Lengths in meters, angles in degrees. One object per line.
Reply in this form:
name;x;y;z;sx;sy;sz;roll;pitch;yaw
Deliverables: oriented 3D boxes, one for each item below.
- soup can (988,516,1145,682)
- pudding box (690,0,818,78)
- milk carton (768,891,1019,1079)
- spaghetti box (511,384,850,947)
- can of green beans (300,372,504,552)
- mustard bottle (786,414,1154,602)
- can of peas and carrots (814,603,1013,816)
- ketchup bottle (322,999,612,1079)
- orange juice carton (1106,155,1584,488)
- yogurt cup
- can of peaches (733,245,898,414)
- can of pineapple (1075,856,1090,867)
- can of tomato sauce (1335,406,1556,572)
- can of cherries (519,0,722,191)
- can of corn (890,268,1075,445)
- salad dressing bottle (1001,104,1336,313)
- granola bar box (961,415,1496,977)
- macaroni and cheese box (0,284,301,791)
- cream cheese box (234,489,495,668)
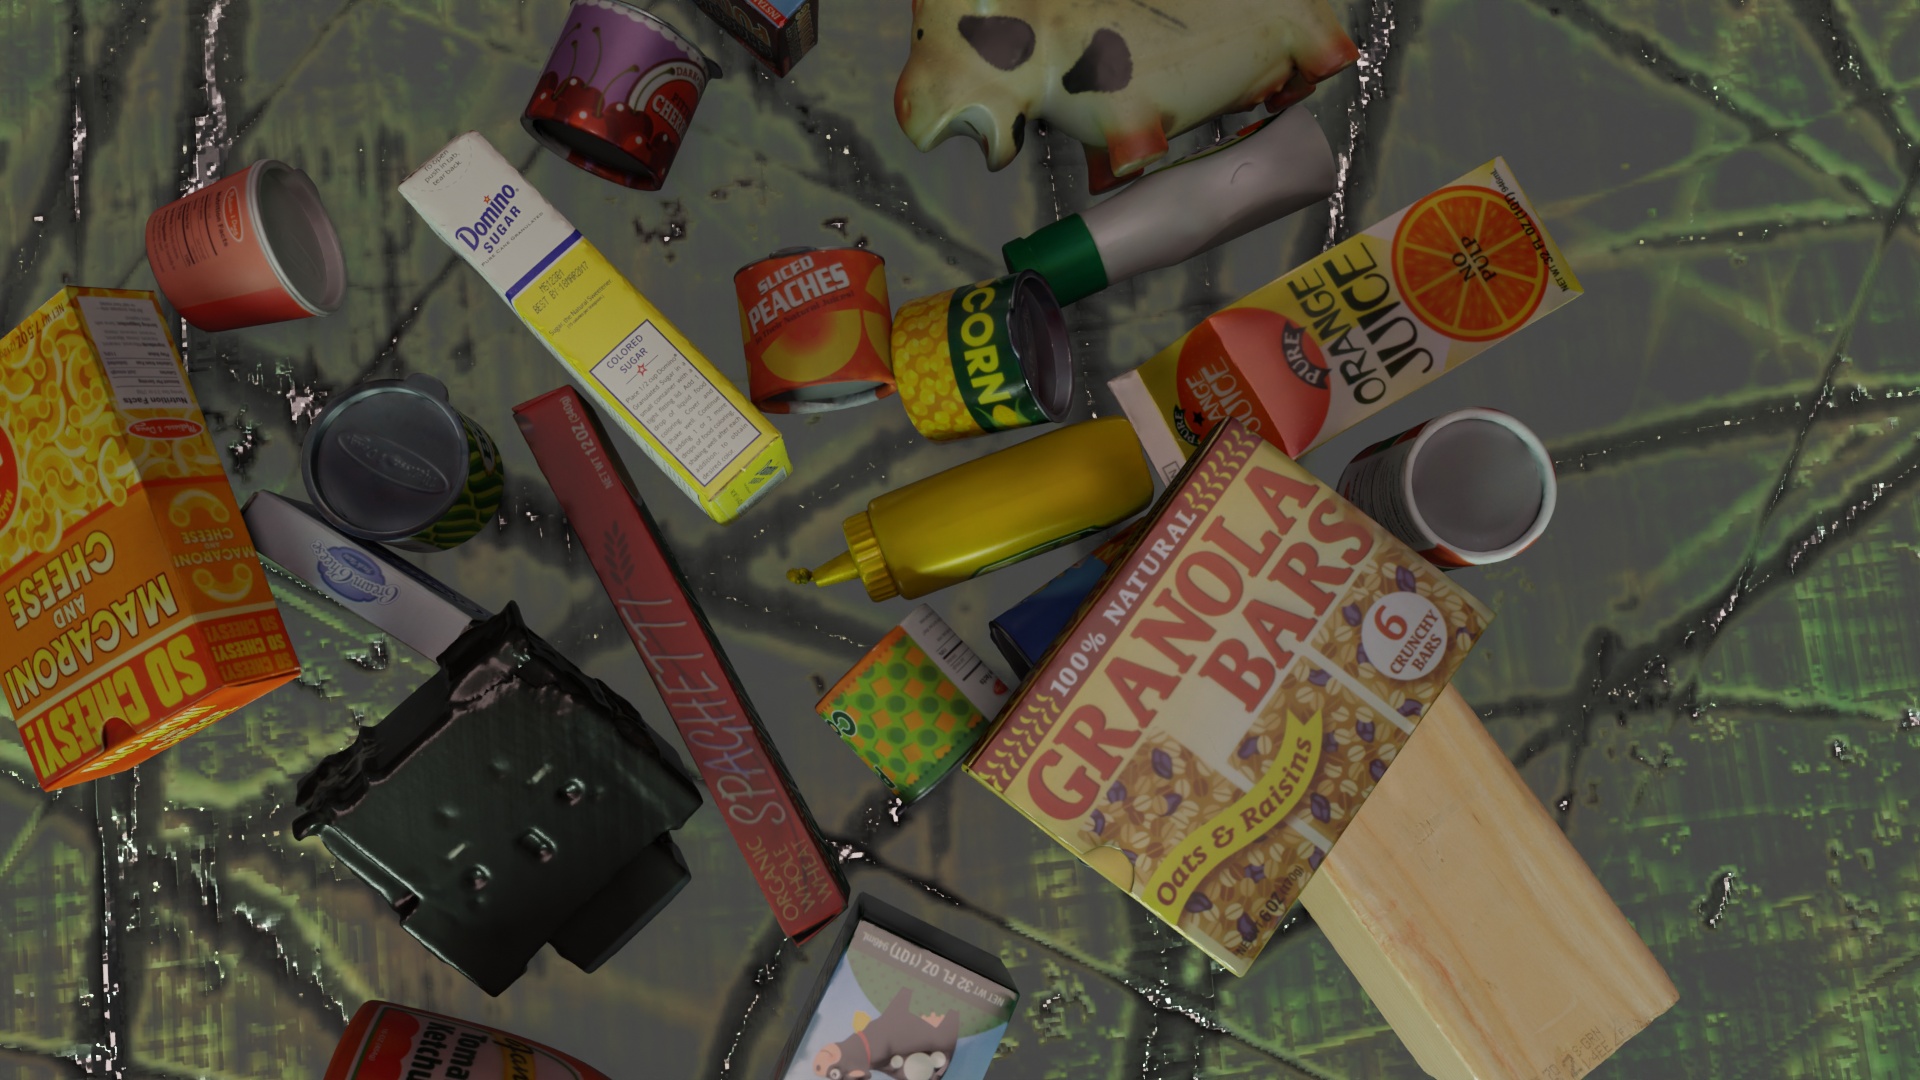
soup can;0.063;0.037;0.598;0.084;0.071;0.071;-35;87;-8
pudding box;-0.103;-0.255;0.626;0.084;0.049;0.030;42;81;0
milk carton;-0.051;0.248;0.558;0.072;0.073;0.191;27;82;-1
spaghetti box;-0.116;0.051;0.589;0.029;0.050;0.250;-28;86;-6
can of green beans;-0.232;-0.030;0.585;0.071;0.057;0.071;0;83;-4
mustard bottle;0.002;-0.008;0.600;0.160;0.065;0.049;-20;86;0
can of peas and carrots;-0.021;0.071;0.586;0.071;0.071;0.059;-43;88;-7
ketchup bottle;-0.178;0.231;0.559;0.149;0.065;0.043;17;112;-10
orange juice carton;0.163;-0.085;0.614;0.193;0.073;0.072;-29;87;-7
yogurt cup;-0.303;-0.121;0.589;0.054;0.072;0.072;-16;85;2
can of peaches;-0.062;-0.089;0.599;0.071;0.071;0.058;-8;85;-5
can of pineapple;0.077;0.114;0.592;0.071;0.058;0.071;0;83;-4
can of tomato sauce;0.211;-0.019;0.605;0.071;0.083;0.071;0;84;-4
can of cherries;-0.148;-0.193;0.606;0.071;0.071;0.058;22;83;-2
can of corn;0.009;-0.078;0.594;0.058;0.071;0.071;-10;84;24
salad dressing bottle;0.092;-0.146;0.625;0.148;0.064;0.044;-24;95;1
granola bar box;0.099;0.056;0.518;0.124;0.039;0.166;37;83;2
macaroni and cheese box;-0.346;0.001;0.555;0.123;0.040;0.166;-26;85;24
cream cheese box;-0.245;0.017;0.581;0.104;0.053;0.024;32;85;0
